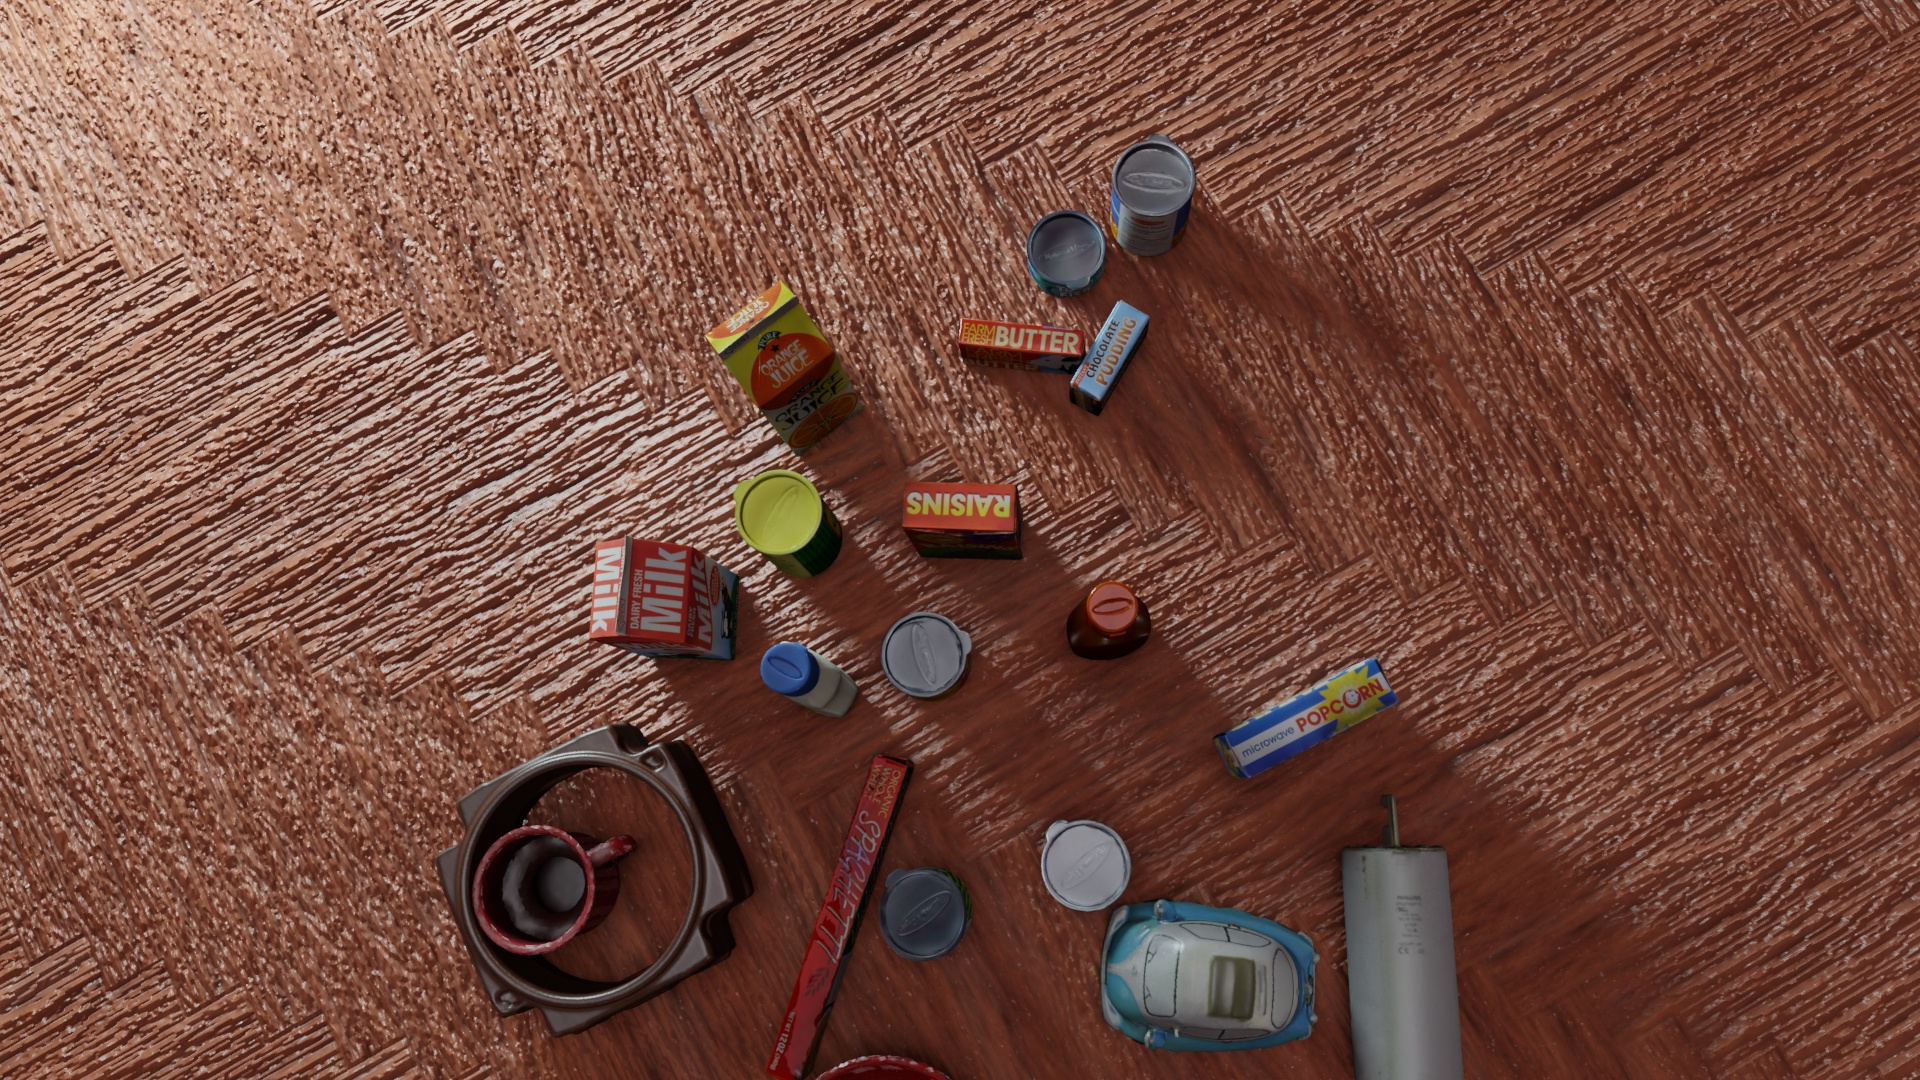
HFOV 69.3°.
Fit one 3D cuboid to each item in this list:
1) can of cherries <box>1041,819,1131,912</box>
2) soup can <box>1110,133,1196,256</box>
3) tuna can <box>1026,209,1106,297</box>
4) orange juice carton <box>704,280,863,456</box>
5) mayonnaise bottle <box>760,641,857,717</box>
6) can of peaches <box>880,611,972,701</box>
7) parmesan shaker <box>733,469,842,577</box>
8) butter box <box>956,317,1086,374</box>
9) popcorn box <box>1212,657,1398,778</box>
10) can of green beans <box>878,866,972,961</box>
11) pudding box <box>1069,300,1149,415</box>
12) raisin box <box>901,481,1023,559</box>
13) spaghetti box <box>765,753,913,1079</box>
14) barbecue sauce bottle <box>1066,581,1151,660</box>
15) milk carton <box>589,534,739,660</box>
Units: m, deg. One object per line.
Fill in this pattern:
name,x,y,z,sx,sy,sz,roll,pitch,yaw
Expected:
can of cherries,0.093,0.242,1.047,0.071,0.058,0.071,-1,79,4
soup can,0.157,-0.281,1.136,0.071,0.083,0.071,-1,79,4
tuna can,0.089,-0.236,1.158,0.071,0.032,0.071,-1,79,4
orange juice carton,-0.136,-0.135,1.072,0.072,0.192,0.073,-37,79,-3
mayonnaise bottle,-0.118,0.103,1.045,0.065,0.148,0.041,28,83,9
can of peaches,-0.024,0.091,1.086,0.071,0.058,0.071,-1,79,4
parmesan shaker,-0.135,-0.013,1.093,0.071,0.103,0.071,-1,79,4
butter box,0.050,-0.158,1.134,0.103,0.053,0.024,7,80,6
popcorn box,0.256,0.135,1.043,0.127,0.085,0.038,-27,78,-1
can of green beans,-0.025,0.280,1.048,0.071,0.057,0.071,-1,79,4
pudding box,0.121,-0.148,1.129,0.030,0.049,0.084,30,82,9
raisin box,0.004,-0.013,1.072,0.086,0.123,0.040,2,79,5
spaghetti box,-0.089,0.283,1.056,0.029,0.050,0.250,18,80,8
barbecue sauce bottle,0.111,0.060,1.036,0.065,0.148,0.044,-10,79,2
milk carton,-0.225,0.046,1.043,0.073,0.190,0.072,1,79,5
